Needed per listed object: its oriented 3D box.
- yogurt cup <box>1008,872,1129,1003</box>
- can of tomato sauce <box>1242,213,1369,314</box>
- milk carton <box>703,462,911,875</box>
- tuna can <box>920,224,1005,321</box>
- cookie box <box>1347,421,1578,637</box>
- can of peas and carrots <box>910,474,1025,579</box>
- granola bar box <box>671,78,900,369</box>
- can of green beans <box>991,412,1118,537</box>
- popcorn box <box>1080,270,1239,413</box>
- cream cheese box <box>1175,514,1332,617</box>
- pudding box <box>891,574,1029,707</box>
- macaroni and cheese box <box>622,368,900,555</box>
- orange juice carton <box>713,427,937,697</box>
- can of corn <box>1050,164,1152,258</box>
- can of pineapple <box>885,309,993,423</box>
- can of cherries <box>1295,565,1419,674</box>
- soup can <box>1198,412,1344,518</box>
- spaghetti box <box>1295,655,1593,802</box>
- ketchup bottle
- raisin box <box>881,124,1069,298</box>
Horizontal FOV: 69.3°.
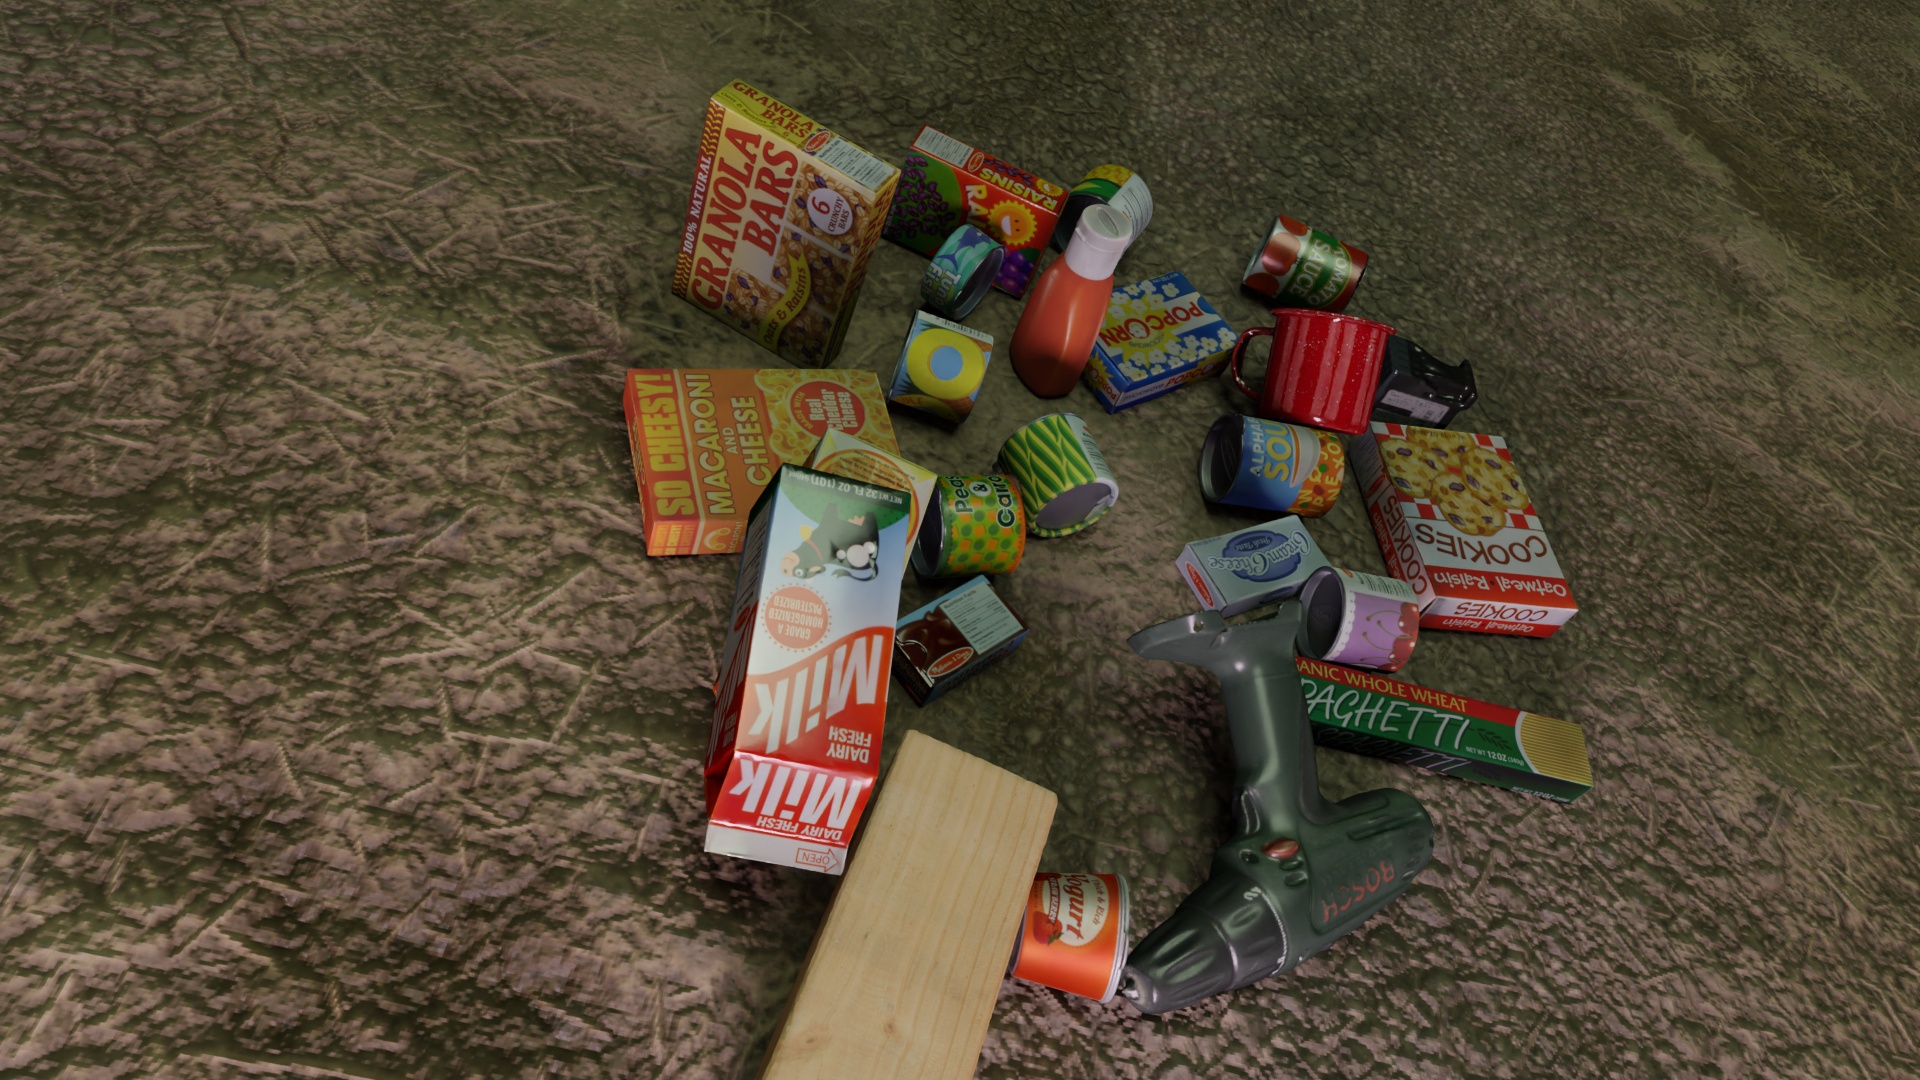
[{"bbox_3d":[0.057,0.209,0.745,0.054,0.072,0.073,10,51,-3],"label":"yogurt cup"},{"bbox_3d":[0.288,-0.227,1.160,0.083,0.070,0.071,26,50,0],"label":"can of tomato sauce"},{"bbox_3d":[-0.079,0.066,0.697,0.072,0.073,0.191,14,66,-17],"label":"milk carton"},{"bbox_3d":[0.000,-0.198,1.033,0.033,0.070,0.071,35,50,9],"label":"tuna can"},{"bbox_3d":[0.374,-0.009,1.046,0.123,0.040,0.168,5,52,-17],"label":"cookie box"},{"bbox_3d":[0.003,-0.011,0.888,0.059,0.070,0.071,-2,55,-23],"label":"can of peas and carrots"},{"bbox_3d":[-0.121,-0.206,0.930,0.124,0.164,0.039,30,48,4],"label":"granola bar box"},{"bbox_3d":[0.066,-0.043,0.939,0.071,0.071,0.058,-9,59,-26],"label":"can of green beans"},{"bbox_3d":[0.143,-0.155,1.071,0.127,0.038,0.085,-22,63,-32],"label":"popcorn box"},{"bbox_3d":[0.207,0.018,0.972,0.104,0.024,0.053,-14,60,-28],"label":"cream cheese box"},{"bbox_3d":[-0.005,0.060,0.857,0.084,0.030,0.050,-28,69,-34],"label":"pudding box"},{"bbox_3d":[-0.124,-0.052,0.892,0.167,0.040,0.124,-3,56,-23],"label":"macaroni and cheese box"},{"bbox_3d":[-0.082,0.040,0.791,0.073,0.071,0.193,24,62,-12],"label":"orange juice carton"},{"bbox_3d":[0.113,-0.263,1.127,0.071,0.070,0.058,33,49,6],"label":"can of corn"},{"bbox_3d":[-0.015,-0.119,0.968,0.058,0.070,0.071,18,50,-7],"label":"can of pineapple"},{"bbox_3d":[0.267,0.057,0.941,0.058,0.071,0.072,10,52,-14],"label":"can of cherries"},{"bbox_3d":[0.226,-0.055,1.004,0.084,0.071,0.072,8,52,-15],"label":"soup can"},{"bbox_3d":[0.301,0.123,0.924,0.250,0.028,0.050,14,51,-10],"label":"spaghetti box"},{"bbox_3d":[0.079,-0.171,0.988,0.044,0.148,0.065,-11,59,-26],"label":"ketchup bottle"},{"bbox_3d":[0.010,-0.251,1.064,0.123,0.085,0.040,25,45,-1],"label":"raisin box"}]
